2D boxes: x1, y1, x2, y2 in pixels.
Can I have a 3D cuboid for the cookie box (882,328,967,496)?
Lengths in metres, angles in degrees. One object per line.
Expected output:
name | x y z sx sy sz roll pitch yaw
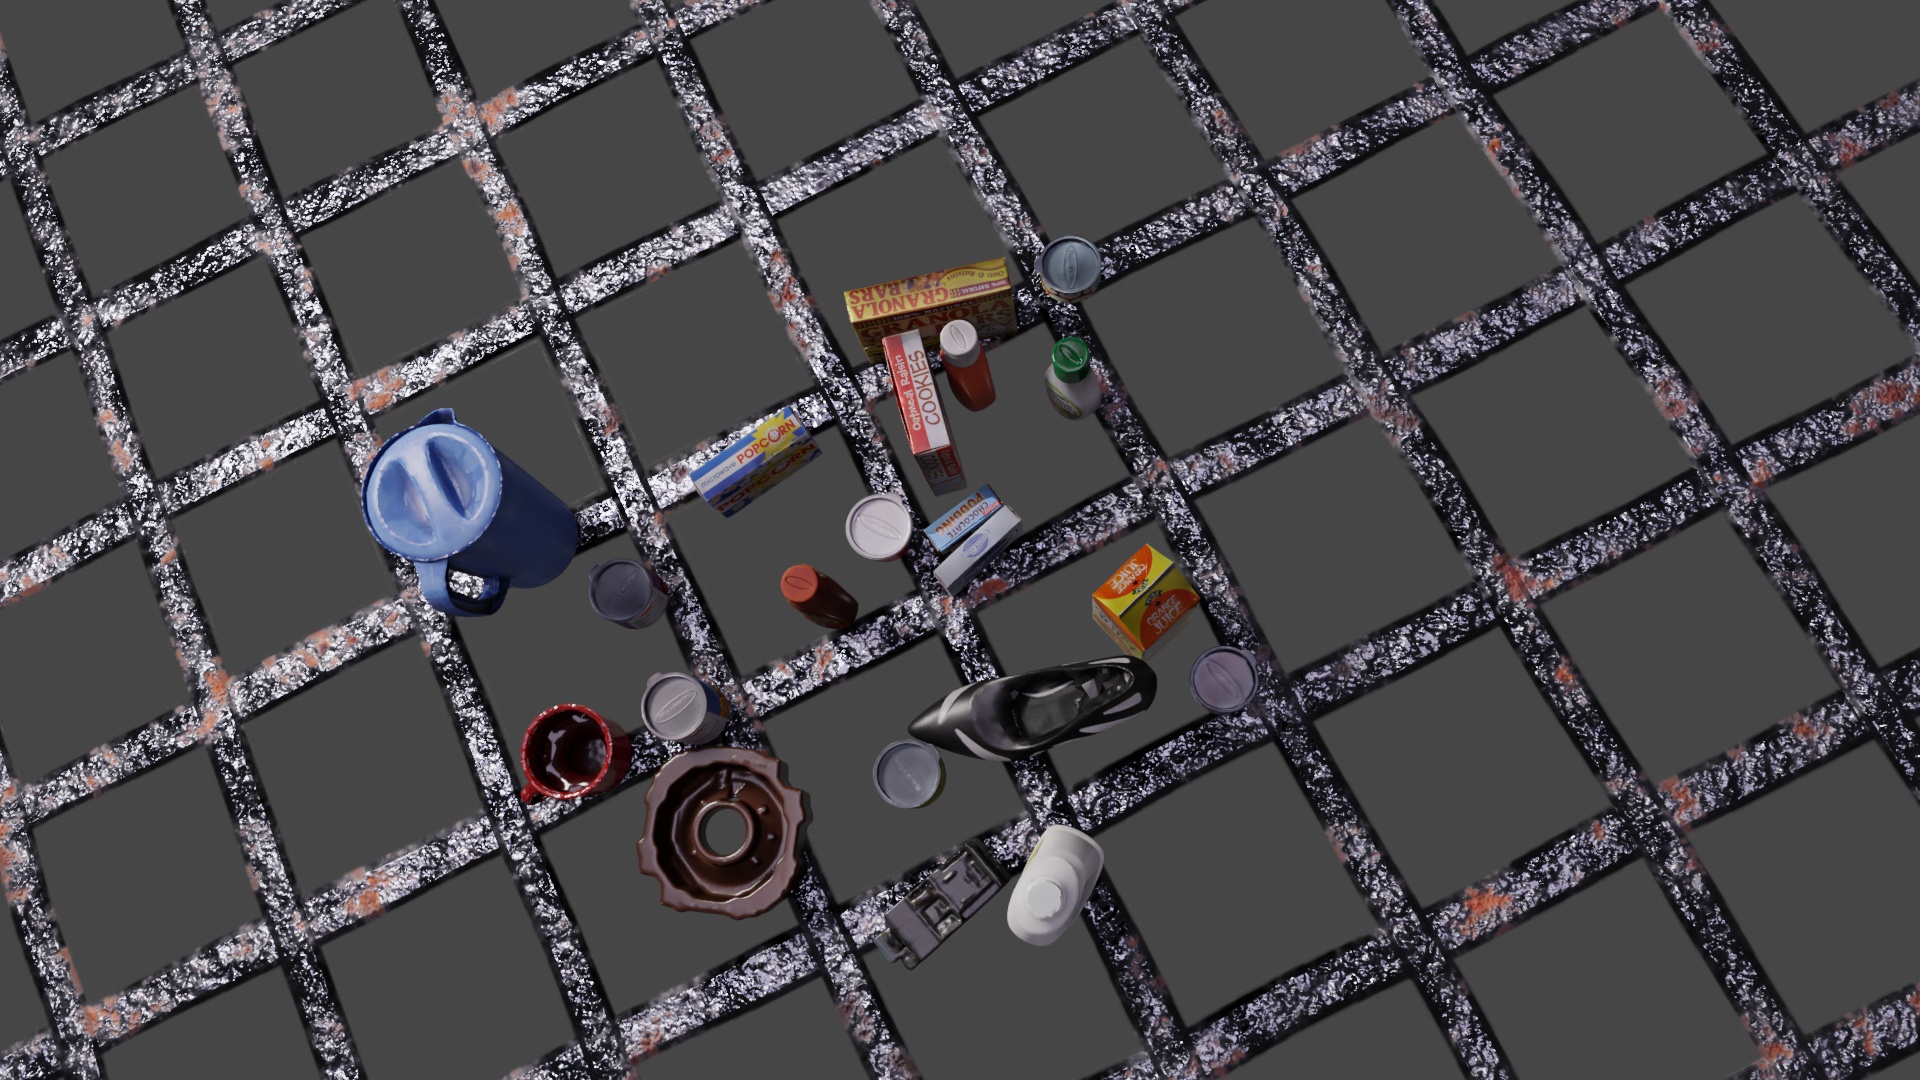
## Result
cookie box | -0.035 -0.124 1.391 0.040 0.167 0.123 -16 77 2

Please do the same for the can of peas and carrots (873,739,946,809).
can of peas and carrots | -0.047 0.229 1.369 0.071 0.058 0.071 -1 78 5

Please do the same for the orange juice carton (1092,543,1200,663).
orange juice carton | 0.174 0.062 1.316 0.072 0.192 0.073 -42 77 -4

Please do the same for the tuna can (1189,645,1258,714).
tuna can | 0.262 0.137 1.373 0.071 0.032 0.071 -1 77 5

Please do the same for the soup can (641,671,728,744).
soup can | -0.276 0.167 1.393 0.071 0.083 0.071 -1 78 5

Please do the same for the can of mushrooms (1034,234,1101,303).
can of mushrooms | 0.115 -0.289 1.482 0.071 0.033 0.071 -1 77 5

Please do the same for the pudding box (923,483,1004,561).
pudding box | 0.005 -0.018 1.424 0.084 0.049 0.030 -37 77 -3

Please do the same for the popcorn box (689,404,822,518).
popcorn box | -0.211 -0.080 1.441 0.127 0.085 0.038 -35 77 -3

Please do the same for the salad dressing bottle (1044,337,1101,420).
salad dressing bottle | 0.112 -0.163 1.396 0.044 0.147 0.064 -44 77 -4

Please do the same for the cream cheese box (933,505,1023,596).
cream cheese box | 0.019 0.011 1.415 0.104 0.053 0.024 -43 77 -4

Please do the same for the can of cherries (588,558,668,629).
can of cherries | -0.344 0.054 1.438 0.071 0.058 0.071 -1 78 5

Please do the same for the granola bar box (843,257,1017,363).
granola bar box | -0.026 -0.235 1.438 0.165 0.124 0.039 -12 77 3

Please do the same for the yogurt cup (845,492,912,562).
yogurt cup | -0.080 -0.009 1.428 0.072 0.054 0.072 -1 78 5

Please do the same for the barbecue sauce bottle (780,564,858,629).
barbecue sauce bottle | -0.143 0.054 1.372 0.065 0.148 0.044 18 80 9

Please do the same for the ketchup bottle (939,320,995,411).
ketchup bottle | 0.005 -0.180 1.410 0.043 0.148 0.065 -31 77 -1
